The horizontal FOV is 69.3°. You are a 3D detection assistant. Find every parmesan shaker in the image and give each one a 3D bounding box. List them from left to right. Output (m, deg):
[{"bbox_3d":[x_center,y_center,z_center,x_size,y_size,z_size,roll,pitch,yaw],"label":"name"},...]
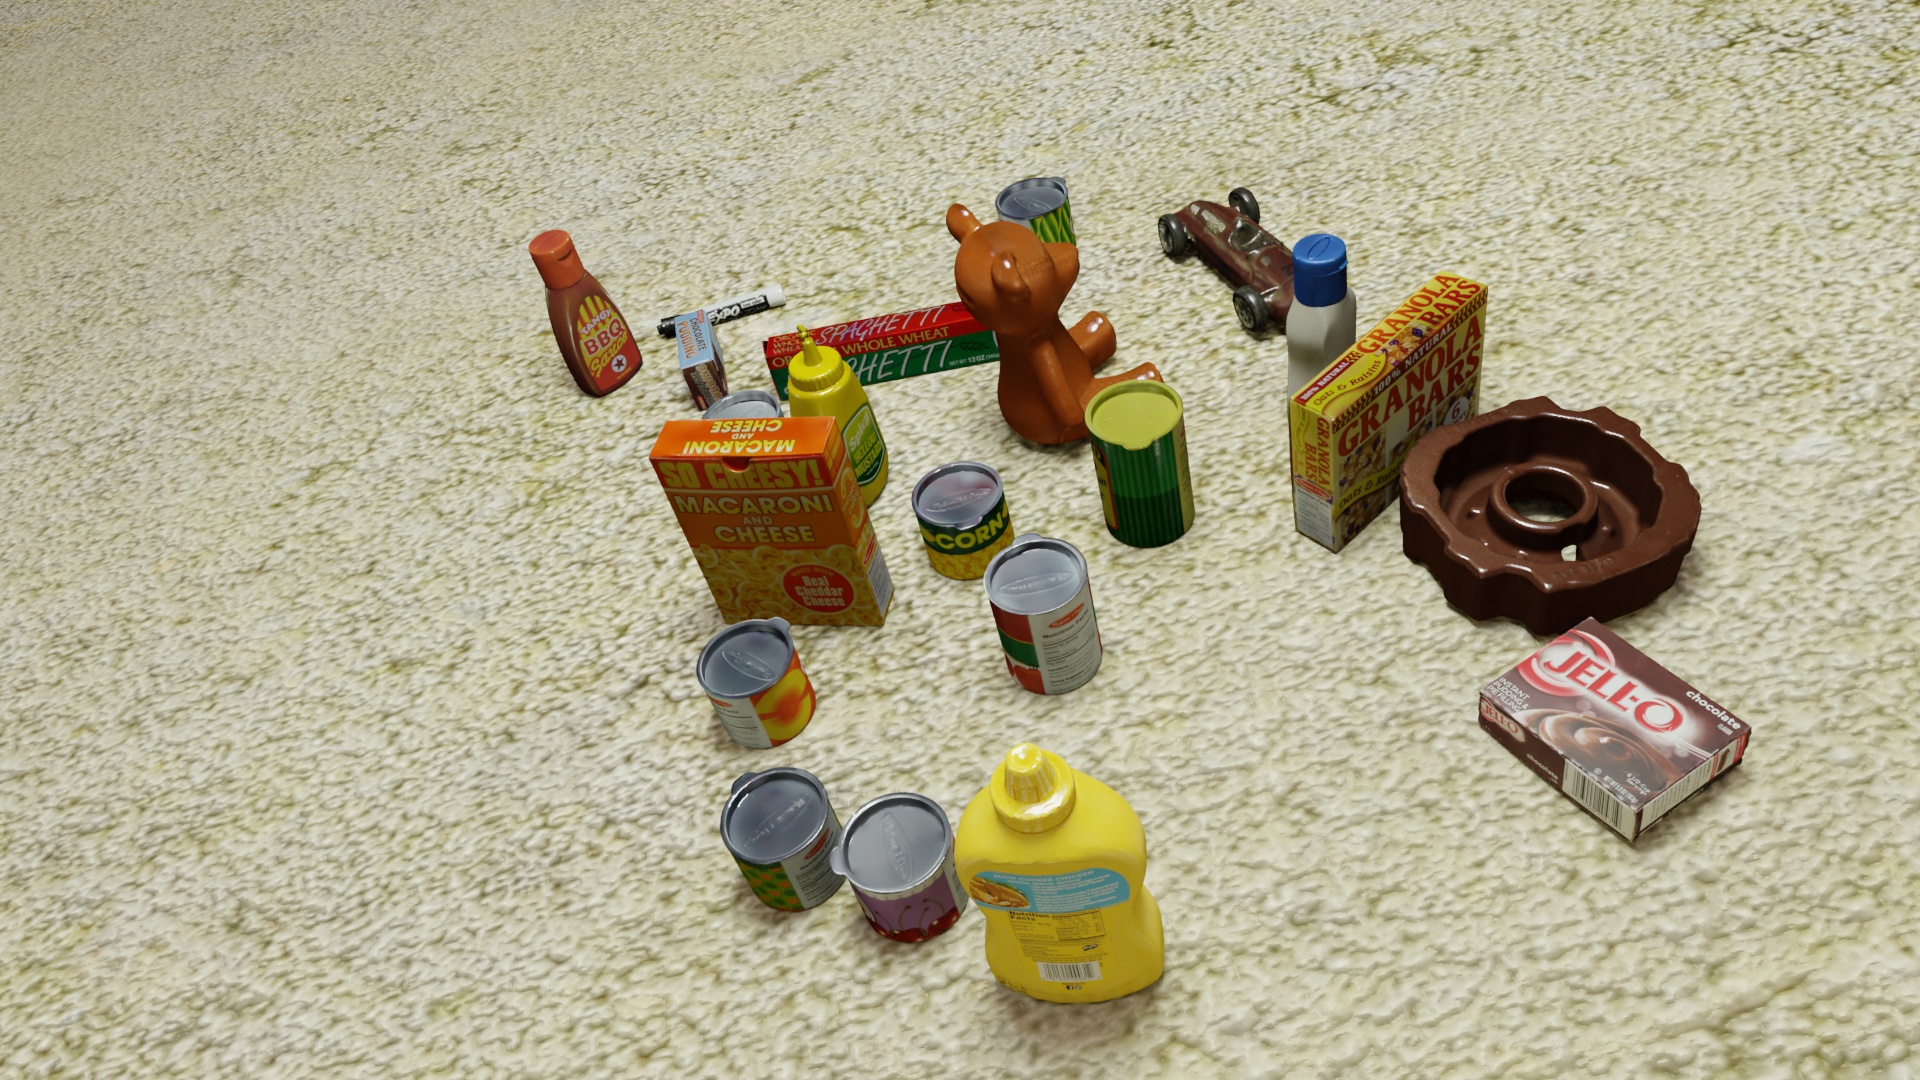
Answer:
[{"bbox_3d":[0.126,-0.050,0.968,0.071,0.102,0.072,-8,44,8],"label":"parmesan shaker"}]

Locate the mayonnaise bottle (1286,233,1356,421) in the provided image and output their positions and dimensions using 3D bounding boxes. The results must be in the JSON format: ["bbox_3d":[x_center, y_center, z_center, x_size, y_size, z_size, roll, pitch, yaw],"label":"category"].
[{"bbox_3d":[0.259,-0.149,0.998,0.041,0.147,0.065,22,55,33],"label":"mayonnaise bottle"}]

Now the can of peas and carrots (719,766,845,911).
[{"bbox_3d":[-0.106,0.178,0.834,0.071,0.058,0.071,-8,44,8],"label":"can of peas and carrots"}]

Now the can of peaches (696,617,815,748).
[{"bbox_3d":[-0.133,0.095,0.927,0.071,0.057,0.071,-8,44,8],"label":"can of peaches"}]

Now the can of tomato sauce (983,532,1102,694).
[{"bbox_3d":[0.054,0.048,0.903,0.071,0.082,0.071,-8,44,8],"label":"can of tomato sauce"}]

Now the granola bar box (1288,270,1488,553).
[{"bbox_3d":[0.291,-0.088,0.945,0.166,0.123,0.039,-38,48,-22],"label":"granola bar box"}]

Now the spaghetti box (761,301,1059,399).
[{"bbox_3d":[-0.040,-0.166,1.168,0.250,0.050,0.029,-10,44,6],"label":"spaghetti box"}]

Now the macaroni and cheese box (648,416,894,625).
[{"bbox_3d":[-0.125,-0.009,0.951,0.124,0.165,0.040,0,46,15],"label":"macaroni and cheese box"}]

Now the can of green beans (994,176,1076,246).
[{"bbox_3d":[0.068,-0.285,1.252,0.071,0.057,0.071,-8,44,8],"label":"can of green beans"}]

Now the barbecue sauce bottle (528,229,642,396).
[{"bbox_3d":[-0.331,-0.200,1.212,0.044,0.147,0.065,23,56,33],"label":"barbecue sauce bottle"}]

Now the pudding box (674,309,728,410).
[{"bbox_3d":[-0.226,-0.158,1.212,0.030,0.049,0.084,-17,44,-1],"label":"pudding box"}]

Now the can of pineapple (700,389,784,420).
[{"bbox_3d":[-0.167,-0.077,1.108,0.071,0.057,0.071,-8,44,8],"label":"can of pineapple"}]

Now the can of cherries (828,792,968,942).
[{"bbox_3d":[-0.035,0.190,0.803,0.071,0.058,0.072,-8,44,8],"label":"can of cherries"}]

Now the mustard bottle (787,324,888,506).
[{"bbox_3d":[-0.096,-0.093,1.032,0.049,0.159,0.065,13,51,27],"label":"mustard bottle"}]

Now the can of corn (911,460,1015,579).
[{"bbox_3d":[0.004,-0.012,0.996,0.071,0.058,0.071,-8,44,8],"label":"can of corn"}]
